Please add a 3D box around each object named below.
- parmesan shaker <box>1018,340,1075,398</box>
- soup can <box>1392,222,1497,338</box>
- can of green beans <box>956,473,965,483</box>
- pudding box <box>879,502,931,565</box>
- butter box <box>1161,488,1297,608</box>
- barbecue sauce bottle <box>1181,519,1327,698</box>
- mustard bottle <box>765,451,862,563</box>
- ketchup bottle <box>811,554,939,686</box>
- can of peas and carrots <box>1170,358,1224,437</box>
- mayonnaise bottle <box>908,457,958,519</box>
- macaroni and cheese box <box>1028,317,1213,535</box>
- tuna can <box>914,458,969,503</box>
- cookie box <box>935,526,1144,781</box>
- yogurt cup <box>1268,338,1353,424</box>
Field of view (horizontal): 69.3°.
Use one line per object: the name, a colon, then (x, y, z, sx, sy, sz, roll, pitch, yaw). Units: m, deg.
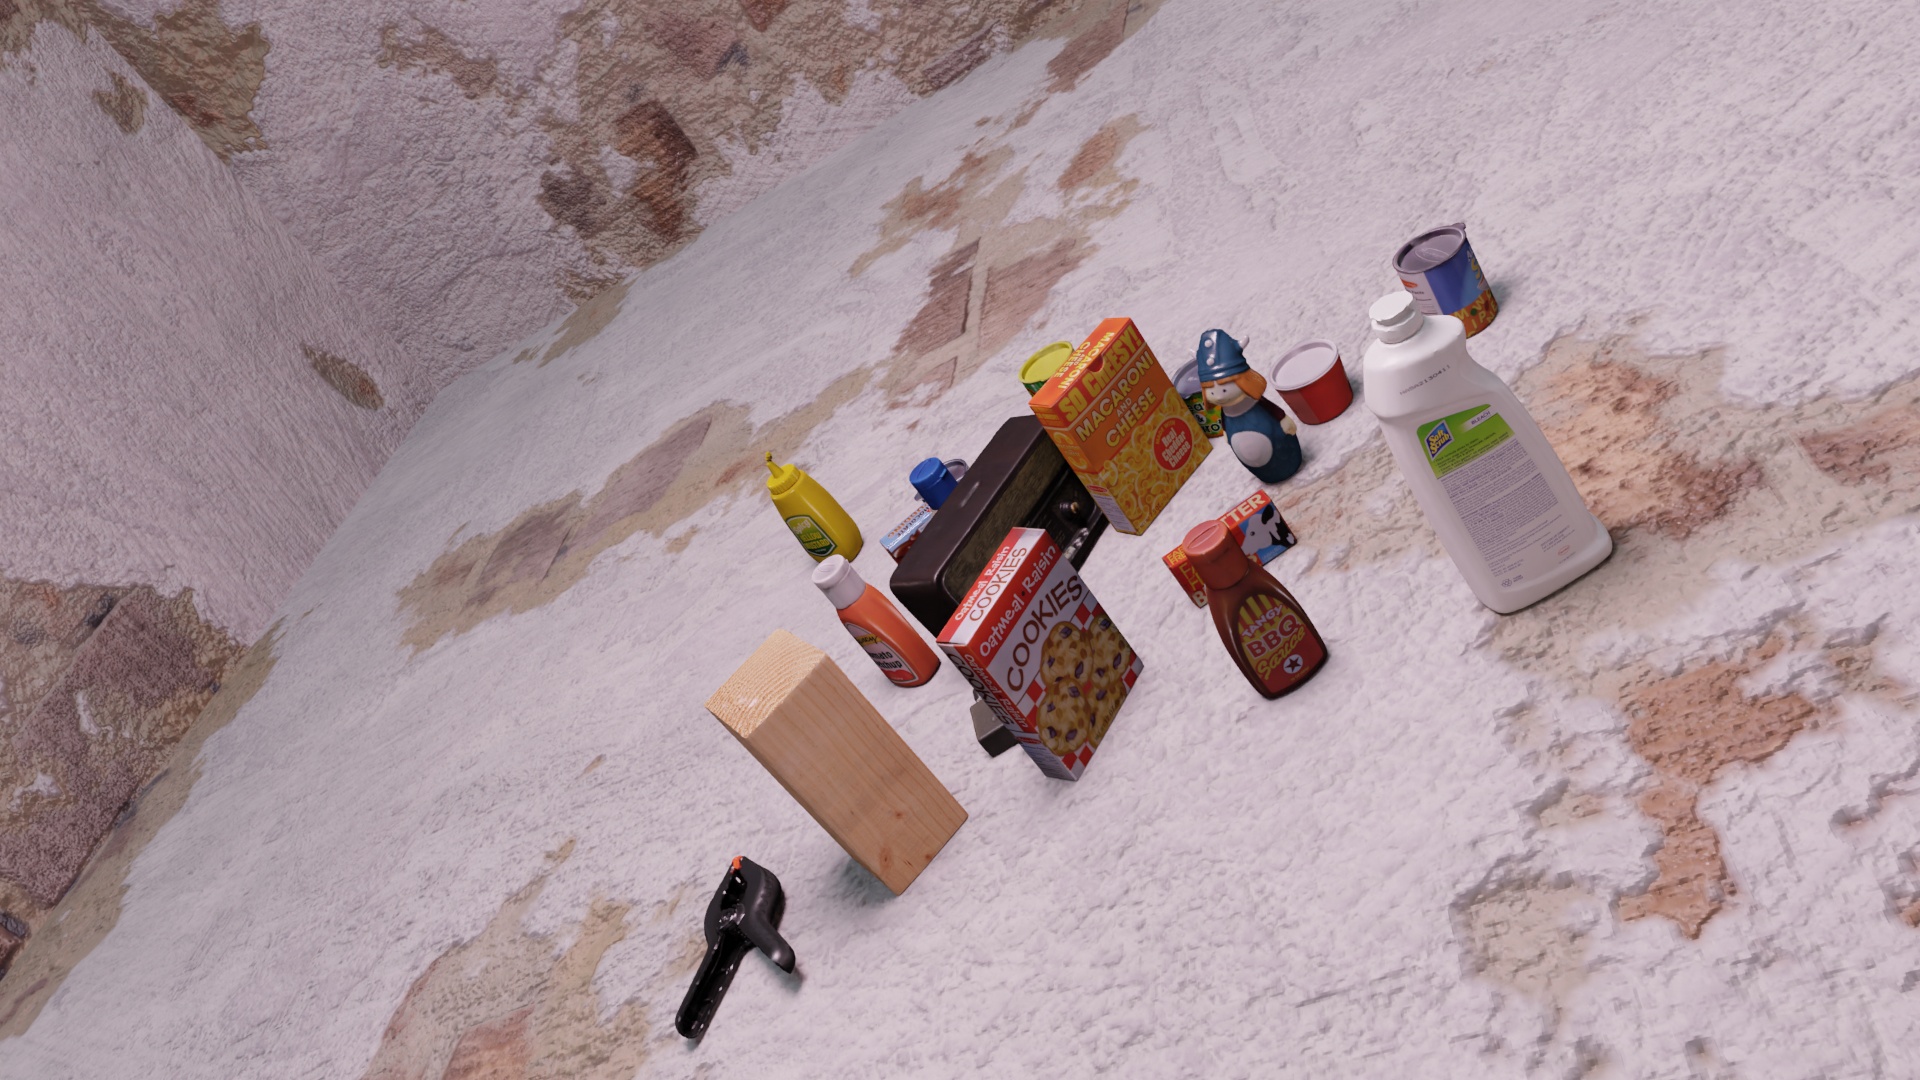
parmesan shaker: (0.116, -0.150, 1.474, 0.071, 0.103, 0.072, -28, 30, 18)
soup can: (0.439, -0.232, 1.250, 0.071, 0.083, 0.072, -28, 30, 18)
can of green beans: (0.018, -0.031, 1.457, 0.071, 0.057, 0.071, -28, 30, 18)
pudding box: (-0.040, -0.005, 1.492, 0.084, 0.049, 0.030, -41, 28, -6)
butter box: (0.227, 0.008, 1.170, 0.103, 0.053, 0.024, -35, 28, 5)
barbecue sauce bottle: (0.213, 0.048, 1.026, 0.065, 0.148, 0.044, -37, 28, 1)
mustard bottle: (-0.177, -0.038, 1.580, 0.065, 0.159, 0.049, -14, 36, 37)
ketchup bottle: (-0.083, 0.076, 1.318, 0.064, 0.148, 0.044, -2, 44, 47)
can of peas and carrots: (0.246, -0.141, 1.361, 0.071, 0.058, 0.071, -28, 30, 18)
mayonnaise bottle: (0.005, -0.017, 1.356, 0.041, 0.147, 0.065, -10, 39, 41)
macaroni and cheese box: (0.154, -0.107, 1.302, 0.124, 0.166, 0.040, -49, 30, -20)
tuna can: (-0.015, -0.056, 1.557, 0.071, 0.032, 0.071, -28, 30, 18)
cookie box: (0.066, 0.090, 1.109, 0.040, 0.167, 0.123, -2, 45, 48)
yogurt cup: (0.326, -0.144, 1.280, 0.072, 0.053, 0.073, -28, 30, 18)
